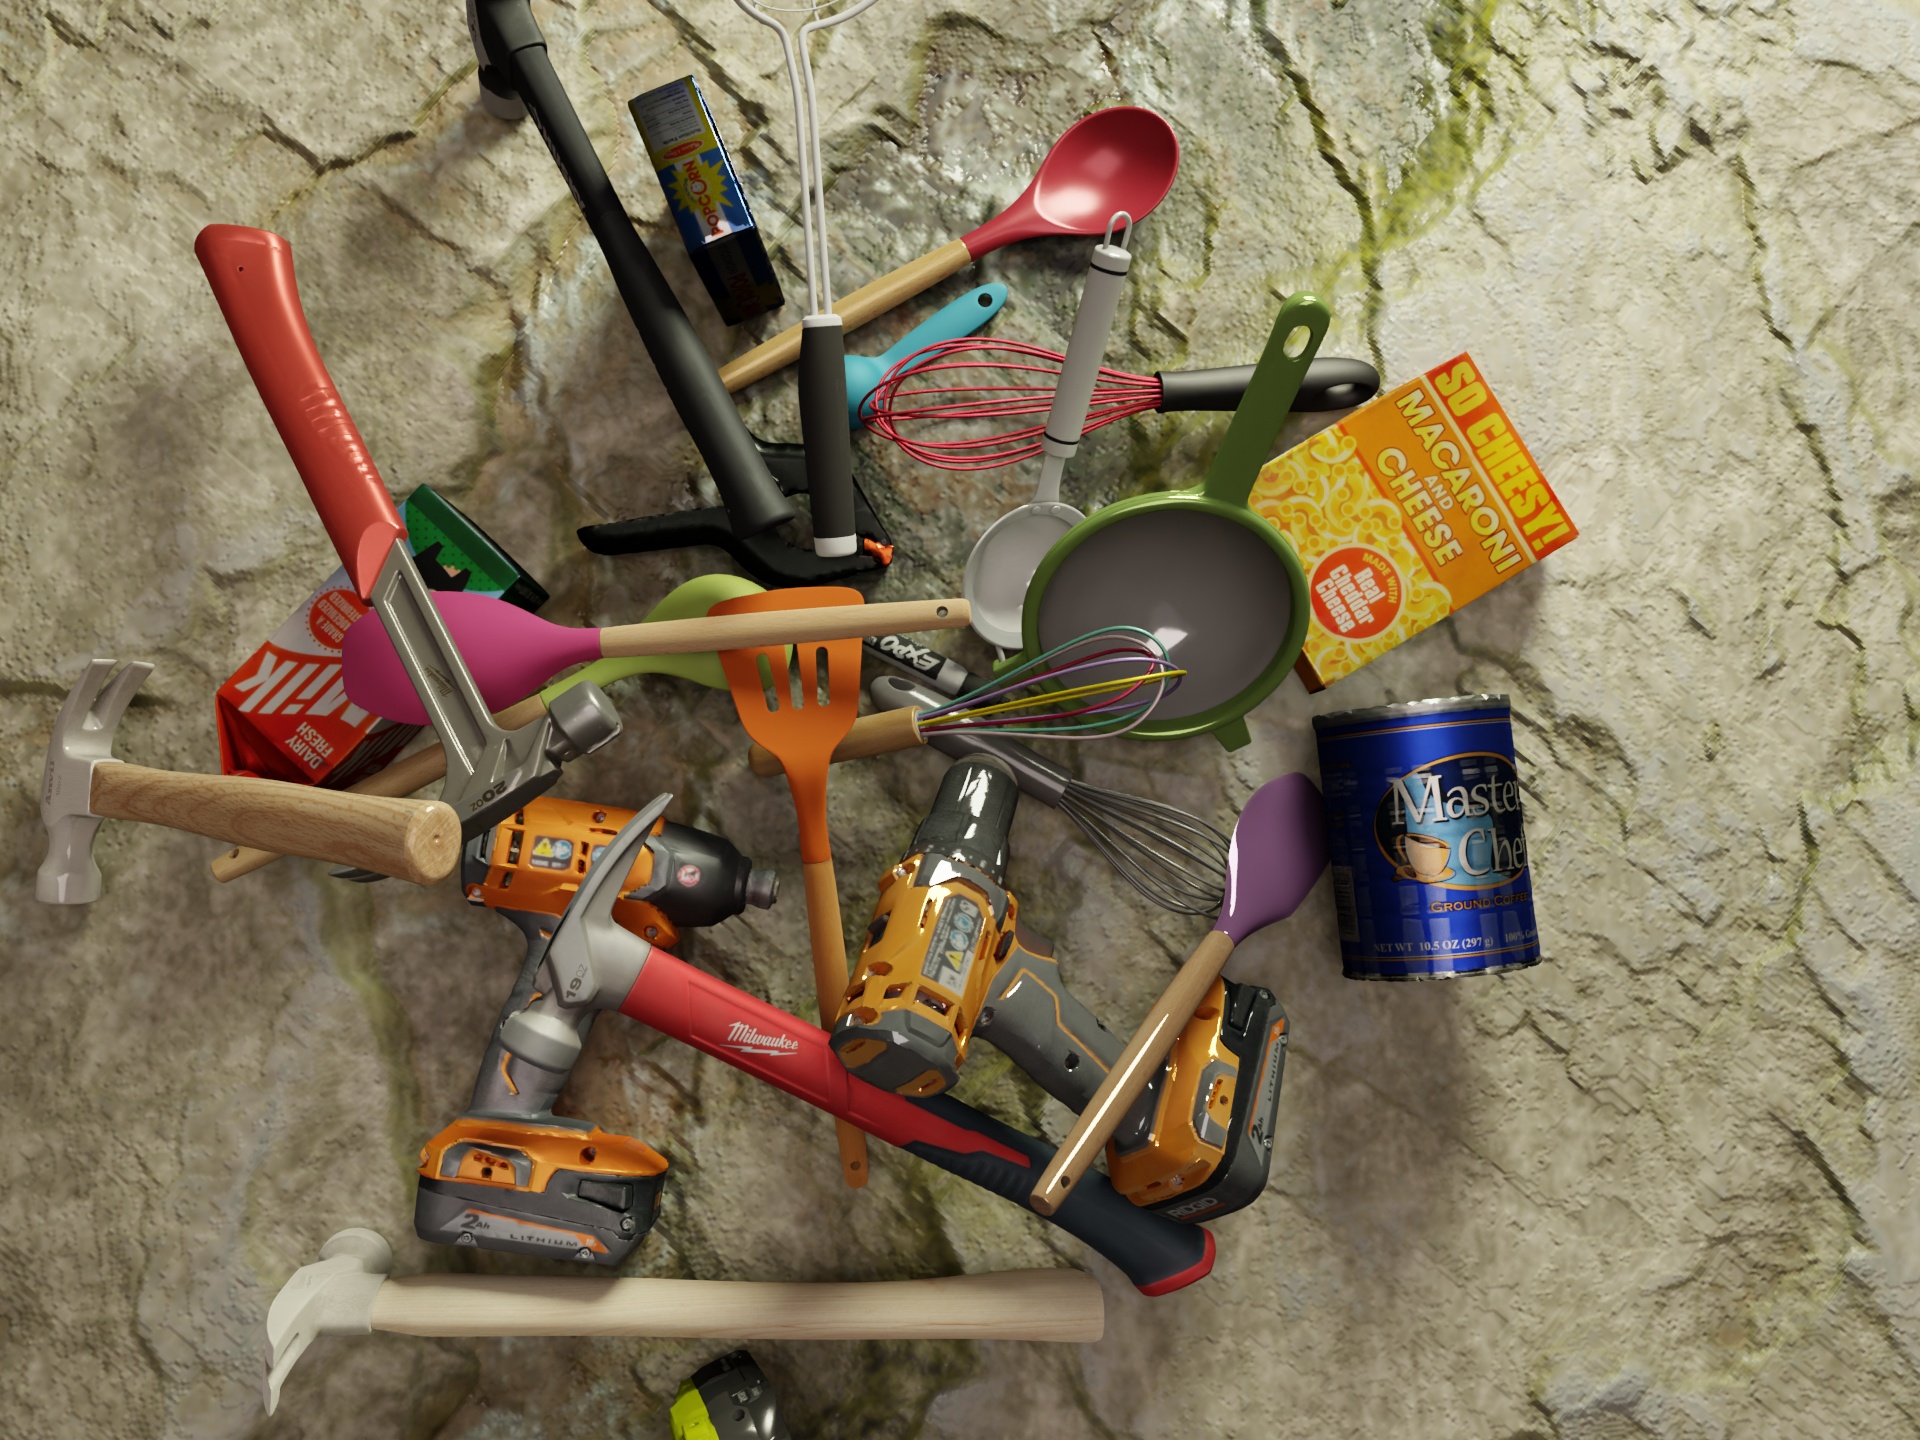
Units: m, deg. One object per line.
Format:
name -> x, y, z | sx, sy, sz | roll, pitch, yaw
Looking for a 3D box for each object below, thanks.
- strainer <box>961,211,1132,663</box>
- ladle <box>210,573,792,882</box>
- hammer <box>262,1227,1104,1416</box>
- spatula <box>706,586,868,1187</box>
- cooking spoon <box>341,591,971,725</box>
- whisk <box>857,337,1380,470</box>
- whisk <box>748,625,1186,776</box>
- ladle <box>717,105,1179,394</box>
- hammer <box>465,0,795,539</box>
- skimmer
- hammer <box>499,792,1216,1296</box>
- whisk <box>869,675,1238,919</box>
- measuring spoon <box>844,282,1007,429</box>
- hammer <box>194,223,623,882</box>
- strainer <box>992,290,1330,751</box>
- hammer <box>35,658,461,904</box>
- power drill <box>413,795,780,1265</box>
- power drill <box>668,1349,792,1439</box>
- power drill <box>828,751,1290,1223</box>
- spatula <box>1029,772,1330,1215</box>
strainer -> 0.050, -0.139, 0.837 | 0.086, 0.050, 0.258 | -3, 124, -30
ladle -> -0.237, 0.012, 0.838 | 0.320, 0.062, 0.078 | -28, 51, -5
hammer -> -0.129, 0.301, 0.802 | 0.410, 0.146, 0.038 | 3, 92, -7
spatula -> -0.073, 0.093, 0.834 | 0.081, 0.041, 0.322 | -8, 103, -8
cooking spoon -> -0.154, -0.041, 0.796 | 0.319, 0.017, 0.069 | -5, 83, 2
whisk -> 0.090, -0.180, 0.879 | 0.296, 0.073, 0.073 | -5, 86, -8
whisk -> -0.002, -0.003, 0.830 | 0.245, 0.047, 0.051 | -12, 115, 19
ladle -> -0.019, -0.251, 0.893 | 0.315, 0.031, 0.069 | -29, 81, -2
hammer -> -0.170, -0.240, 0.809 | 0.035, 0.146, 0.335 | -25, 81, -18
skimmer -> -0.055, -0.260, 0.783 | 0.127, 0.090, 0.363 | -16, 109, -41
hammer -> -0.026, 0.183, 0.811 | 0.386, 0.038, 0.143 | 30, 81, -14
whisk -> 0.053, 0.040, 0.867 | 0.239, 0.055, 0.055 | 30, 85, 4
measuring spoon -> -0.027, -0.210, 0.891 | 0.128, 0.021, 0.042 | -35, 88, -3
hammer -> -0.310, -0.101, 0.795 | 0.149, 0.036, 0.359 | -31, 74, -1
strainer -> 0.123, -0.109, 0.824 | 0.151, 0.069, 0.256 | 15, 122, -12
hammer -> -0.350, 0.039, 0.758 | 0.331, 0.031, 0.130 | 4, 90, 36
power drill -> -0.188, 0.158, 0.831 | 0.164, 0.084, 0.226 | 8, 82, -2
power drill -> -0.195, 0.398, 0.776 | 0.228, 0.190, 0.080 | -20, 87, -18
power drill -> 0.057, 0.133, 0.810 | 0.226, 0.084, 0.185 | 31, 50, -15
spatula -> 0.117, 0.124, 0.788 | 0.059, 0.018, 0.316 | 50, 48, -7
